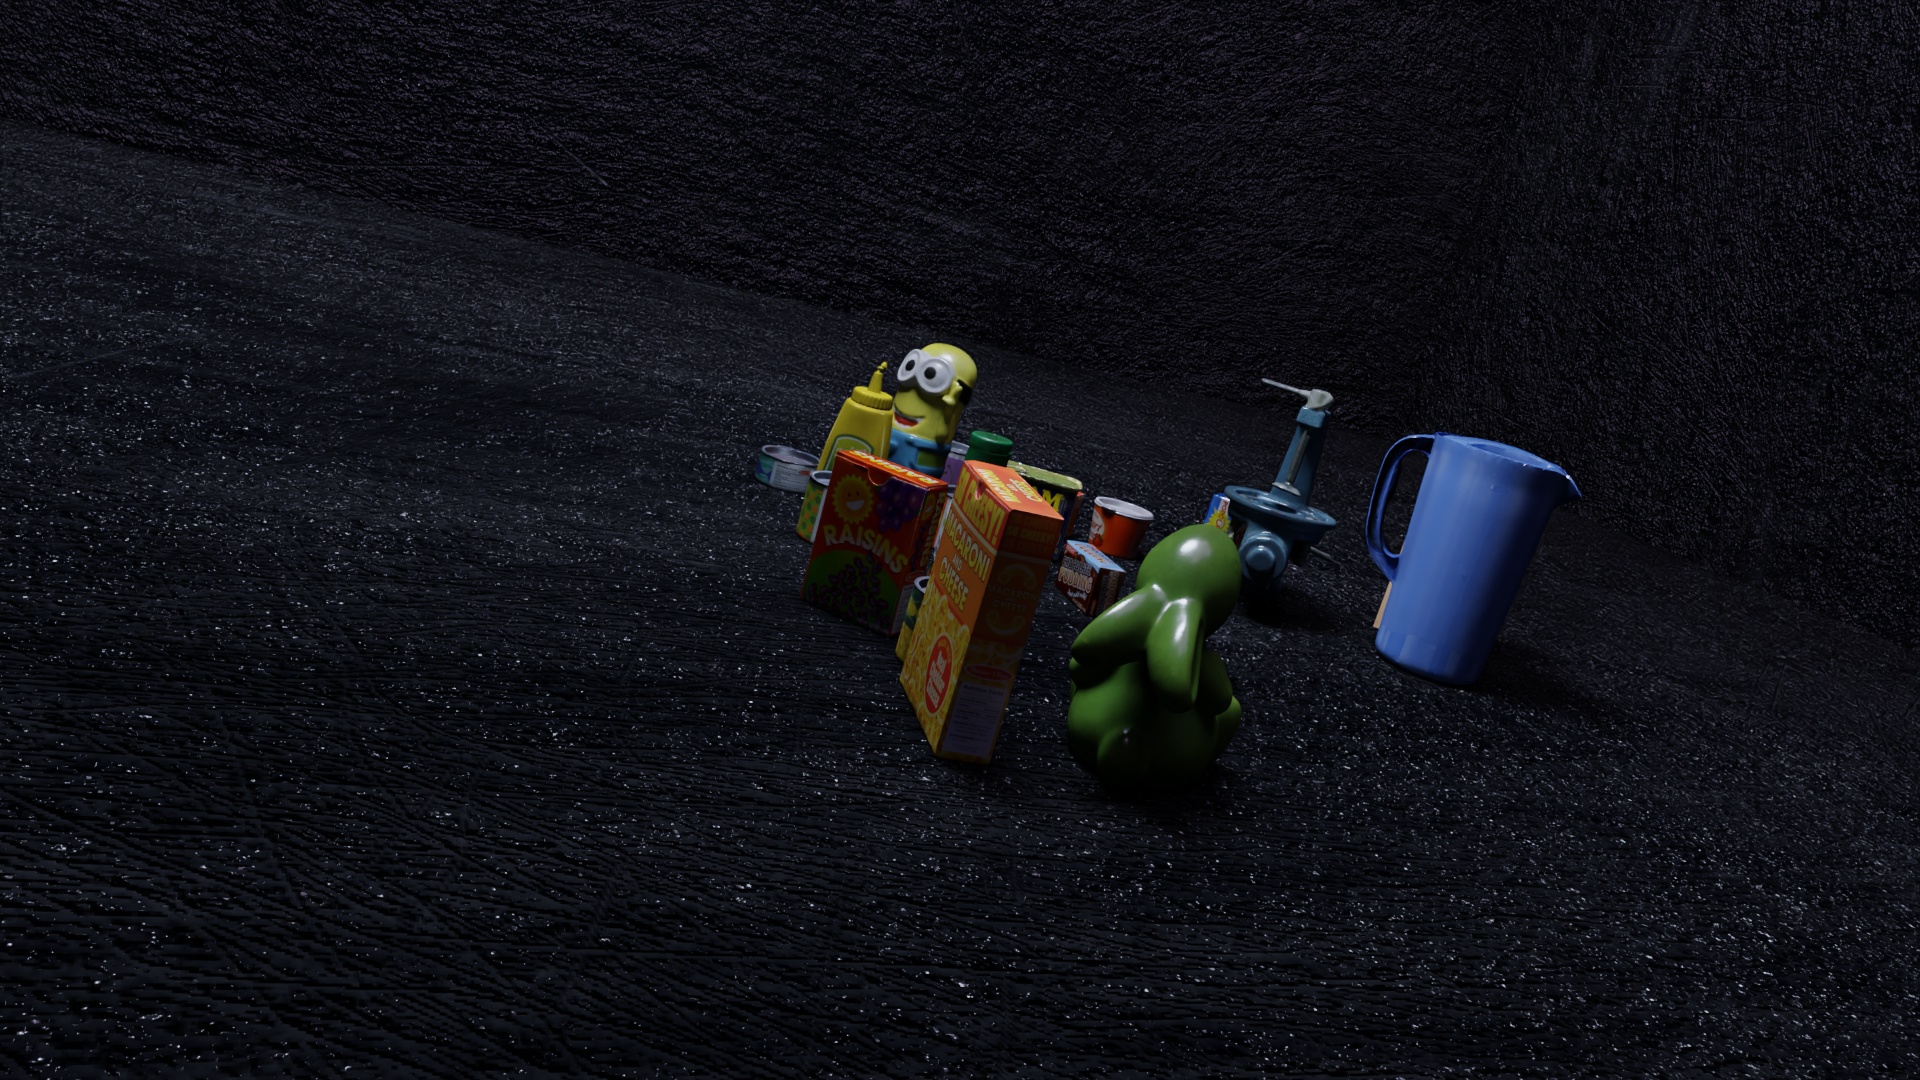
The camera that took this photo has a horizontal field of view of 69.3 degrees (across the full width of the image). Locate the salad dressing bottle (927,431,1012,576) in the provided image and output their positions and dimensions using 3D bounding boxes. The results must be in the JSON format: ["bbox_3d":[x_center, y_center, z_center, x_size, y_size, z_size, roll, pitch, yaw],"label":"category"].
[{"bbox_3d":[0.008,-0.019,1.189,0.044,0.147,0.064,17,13,5],"label":"salad dressing bottle"}]

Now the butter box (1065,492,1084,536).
[{"bbox_3d":[0.105,-0.027,1.532,0.024,0.053,0.104,20,14,18],"label":"butter box"}]

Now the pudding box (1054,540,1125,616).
[{"bbox_3d":[0.122,0.036,1.308,0.030,0.049,0.084,11,14,-20],"label":"pudding box"}]

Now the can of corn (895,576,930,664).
[{"bbox_3d":[-0.010,0.066,1.021,0.071,0.058,0.071,15,13,-4],"label":"can of corn"}]

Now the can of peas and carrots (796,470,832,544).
[{"bbox_3d":[-0.113,-0.027,1.275,0.071,0.058,0.071,15,13,-4],"label":"can of peas and carrots"}]

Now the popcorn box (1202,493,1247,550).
[{"bbox_3d":[0.328,-0.012,1.658,0.038,0.085,0.127,23,15,29],"label":"popcorn box"}]

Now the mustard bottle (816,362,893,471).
[{"bbox_3d":[-0.099,-0.098,1.355,0.065,0.159,0.049,17,13,5],"label":"mustard bottle"}]

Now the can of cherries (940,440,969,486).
[{"bbox_3d":[-0.014,-0.082,1.604,0.071,0.058,0.071,15,13,-4],"label":"can of cherries"}]

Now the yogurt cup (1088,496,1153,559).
[{"bbox_3d":[0.176,-0.013,1.555,0.072,0.053,0.072,15,13,-4],"label":"yogurt cup"}]

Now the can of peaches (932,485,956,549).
[{"bbox_3d":[0.005,-0.017,1.369,0.071,0.058,0.071,15,13,-4],"label":"can of peaches"}]

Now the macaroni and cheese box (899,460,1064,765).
[{"bbox_3d":[0.009,0.043,0.905,0.040,0.166,0.124,12,14,-17],"label":"macaroni and cheese box"}]

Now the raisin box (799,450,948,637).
[{"bbox_3d":[-0.068,0.001,1.075,0.086,0.123,0.040,22,14,24],"label":"raisin box"}]

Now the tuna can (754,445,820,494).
[{"bbox_3d":[-0.179,-0.074,1.441,0.071,0.032,0.071,15,13,-4],"label":"tuna can"}]
